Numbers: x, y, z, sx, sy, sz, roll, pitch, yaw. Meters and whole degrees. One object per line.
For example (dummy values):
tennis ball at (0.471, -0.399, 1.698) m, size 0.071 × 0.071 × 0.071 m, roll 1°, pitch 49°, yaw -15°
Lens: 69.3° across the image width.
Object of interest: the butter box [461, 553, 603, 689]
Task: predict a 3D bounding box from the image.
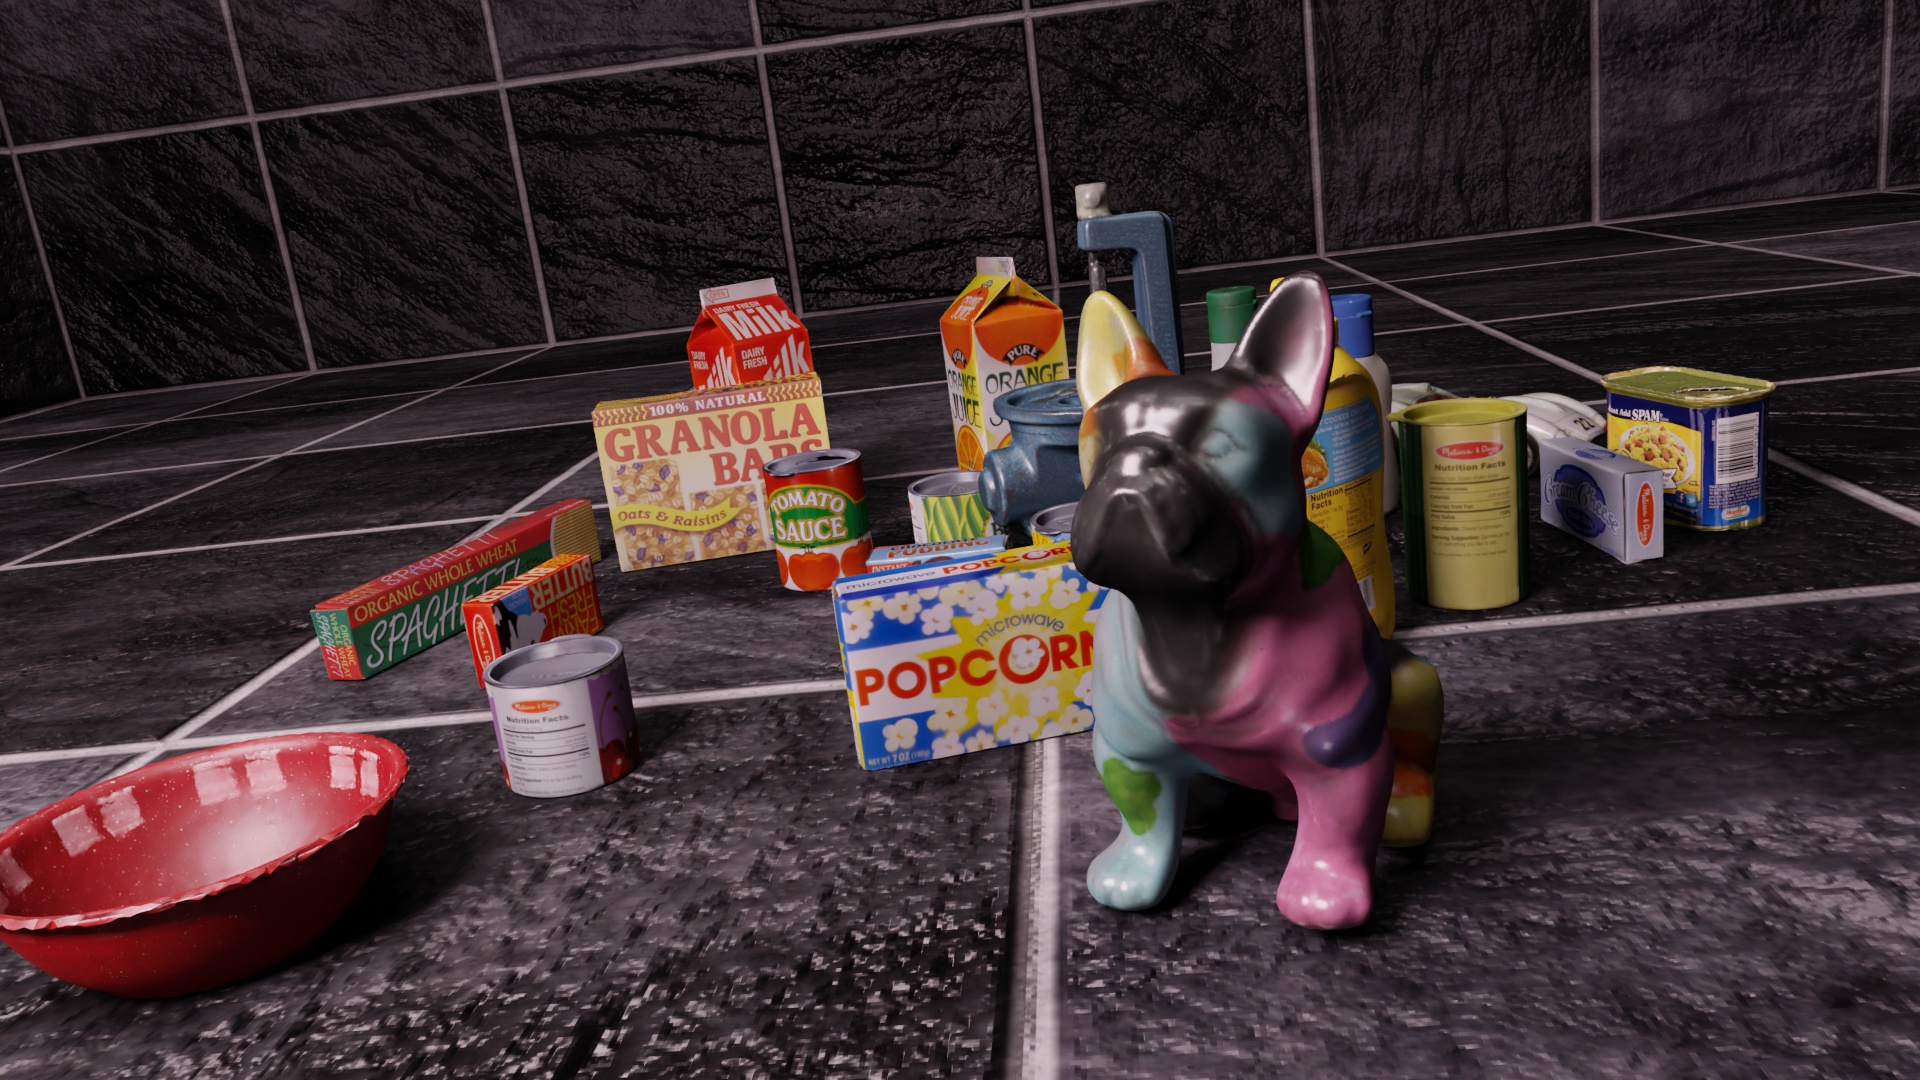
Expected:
butter box at (-0.259, 0.047, 0.847) m, size 0.024 × 0.053 × 0.104 m, roll -2°, pitch 16°, yaw 20°

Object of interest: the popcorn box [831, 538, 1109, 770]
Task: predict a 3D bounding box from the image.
popcorn box at (0.008, 0.052, 0.648) m, size 0.127 × 0.085 × 0.038 m, roll -9°, pitch 15°, yaw -8°

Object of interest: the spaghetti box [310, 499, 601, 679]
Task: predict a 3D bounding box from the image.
spaghetti box at (-0.336, 0.028, 0.956) m, size 0.028 × 0.050 × 0.251 m, roll -1°, pitch 17°, yaw 23°

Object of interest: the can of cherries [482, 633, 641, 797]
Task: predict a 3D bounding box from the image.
can of cherries at (-0.191, 0.084, 0.674) m, size 0.071 × 0.058 × 0.072 m, roll -7°, pitch 15°, yaw 2°

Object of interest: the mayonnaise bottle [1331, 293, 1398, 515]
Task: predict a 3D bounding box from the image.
mayonnaise bottle at (0.256, -0.086, 0.915) m, size 0.065 × 0.147 × 0.041 m, roll -15°, pitch 17°, yaw -28°

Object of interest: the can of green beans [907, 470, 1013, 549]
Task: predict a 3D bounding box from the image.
can of green beans at (0.001, -0.011, 0.931) m, size 0.071 × 0.057 × 0.071 m, roll -7°, pitch 15°, yaw 2°

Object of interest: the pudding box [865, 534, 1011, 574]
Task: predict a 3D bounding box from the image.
pudding box at (-0.010, 0.026, 0.816) m, size 0.084 × 0.049 × 0.030 m, roll -5°, pitch 15°, yaw 6°

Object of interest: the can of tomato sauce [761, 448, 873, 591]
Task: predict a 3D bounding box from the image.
can of tomato sauce at (-0.095, -0.014, 0.936) m, size 0.071 × 0.083 × 0.071 m, roll -7°, pitch 15°, yaw 2°

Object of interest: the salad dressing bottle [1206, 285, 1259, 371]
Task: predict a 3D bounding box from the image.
salad dressing bottle at (0.208, -0.115, 1.040) m, size 0.044 × 0.147 × 0.064 m, roll 0°, pitch 17°, yaw 26°

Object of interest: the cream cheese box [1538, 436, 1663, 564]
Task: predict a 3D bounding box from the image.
cream cheese box at (0.377, -0.026, 0.821) m, size 0.024 × 0.053 × 0.104 m, roll -8°, pitch 15°, yaw -2°

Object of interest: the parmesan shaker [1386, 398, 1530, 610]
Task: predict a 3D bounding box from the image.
parmesan shaker at (0.271, -0.021, 0.756) m, size 0.071 × 0.102 × 0.071 m, roll -7°, pitch 15°, yaw 2°

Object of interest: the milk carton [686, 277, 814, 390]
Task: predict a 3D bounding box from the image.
milk carton at (-0.163, -0.111, 1.117) m, size 0.072 × 0.190 × 0.073 m, roll -19°, pitch 19°, yaw -38°

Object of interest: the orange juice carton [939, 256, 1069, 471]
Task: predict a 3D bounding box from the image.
orange juice carton at (0.036, -0.115, 1.035) m, size 0.073 × 0.192 × 0.072 m, roll -12°, pitch 16°, yaw -17°

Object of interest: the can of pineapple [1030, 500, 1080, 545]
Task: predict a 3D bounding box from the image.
can of pineapple at (0.075, 0.012, 0.813) m, size 0.071 × 0.057 × 0.071 m, roll -7°, pitch 15°, yaw 2°

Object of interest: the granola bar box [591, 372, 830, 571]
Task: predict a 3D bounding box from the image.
granola bar box at (-0.178, -0.051, 1.031) m, size 0.166 × 0.123 × 0.039 m, roll -9°, pitch 15°, yaw -5°
